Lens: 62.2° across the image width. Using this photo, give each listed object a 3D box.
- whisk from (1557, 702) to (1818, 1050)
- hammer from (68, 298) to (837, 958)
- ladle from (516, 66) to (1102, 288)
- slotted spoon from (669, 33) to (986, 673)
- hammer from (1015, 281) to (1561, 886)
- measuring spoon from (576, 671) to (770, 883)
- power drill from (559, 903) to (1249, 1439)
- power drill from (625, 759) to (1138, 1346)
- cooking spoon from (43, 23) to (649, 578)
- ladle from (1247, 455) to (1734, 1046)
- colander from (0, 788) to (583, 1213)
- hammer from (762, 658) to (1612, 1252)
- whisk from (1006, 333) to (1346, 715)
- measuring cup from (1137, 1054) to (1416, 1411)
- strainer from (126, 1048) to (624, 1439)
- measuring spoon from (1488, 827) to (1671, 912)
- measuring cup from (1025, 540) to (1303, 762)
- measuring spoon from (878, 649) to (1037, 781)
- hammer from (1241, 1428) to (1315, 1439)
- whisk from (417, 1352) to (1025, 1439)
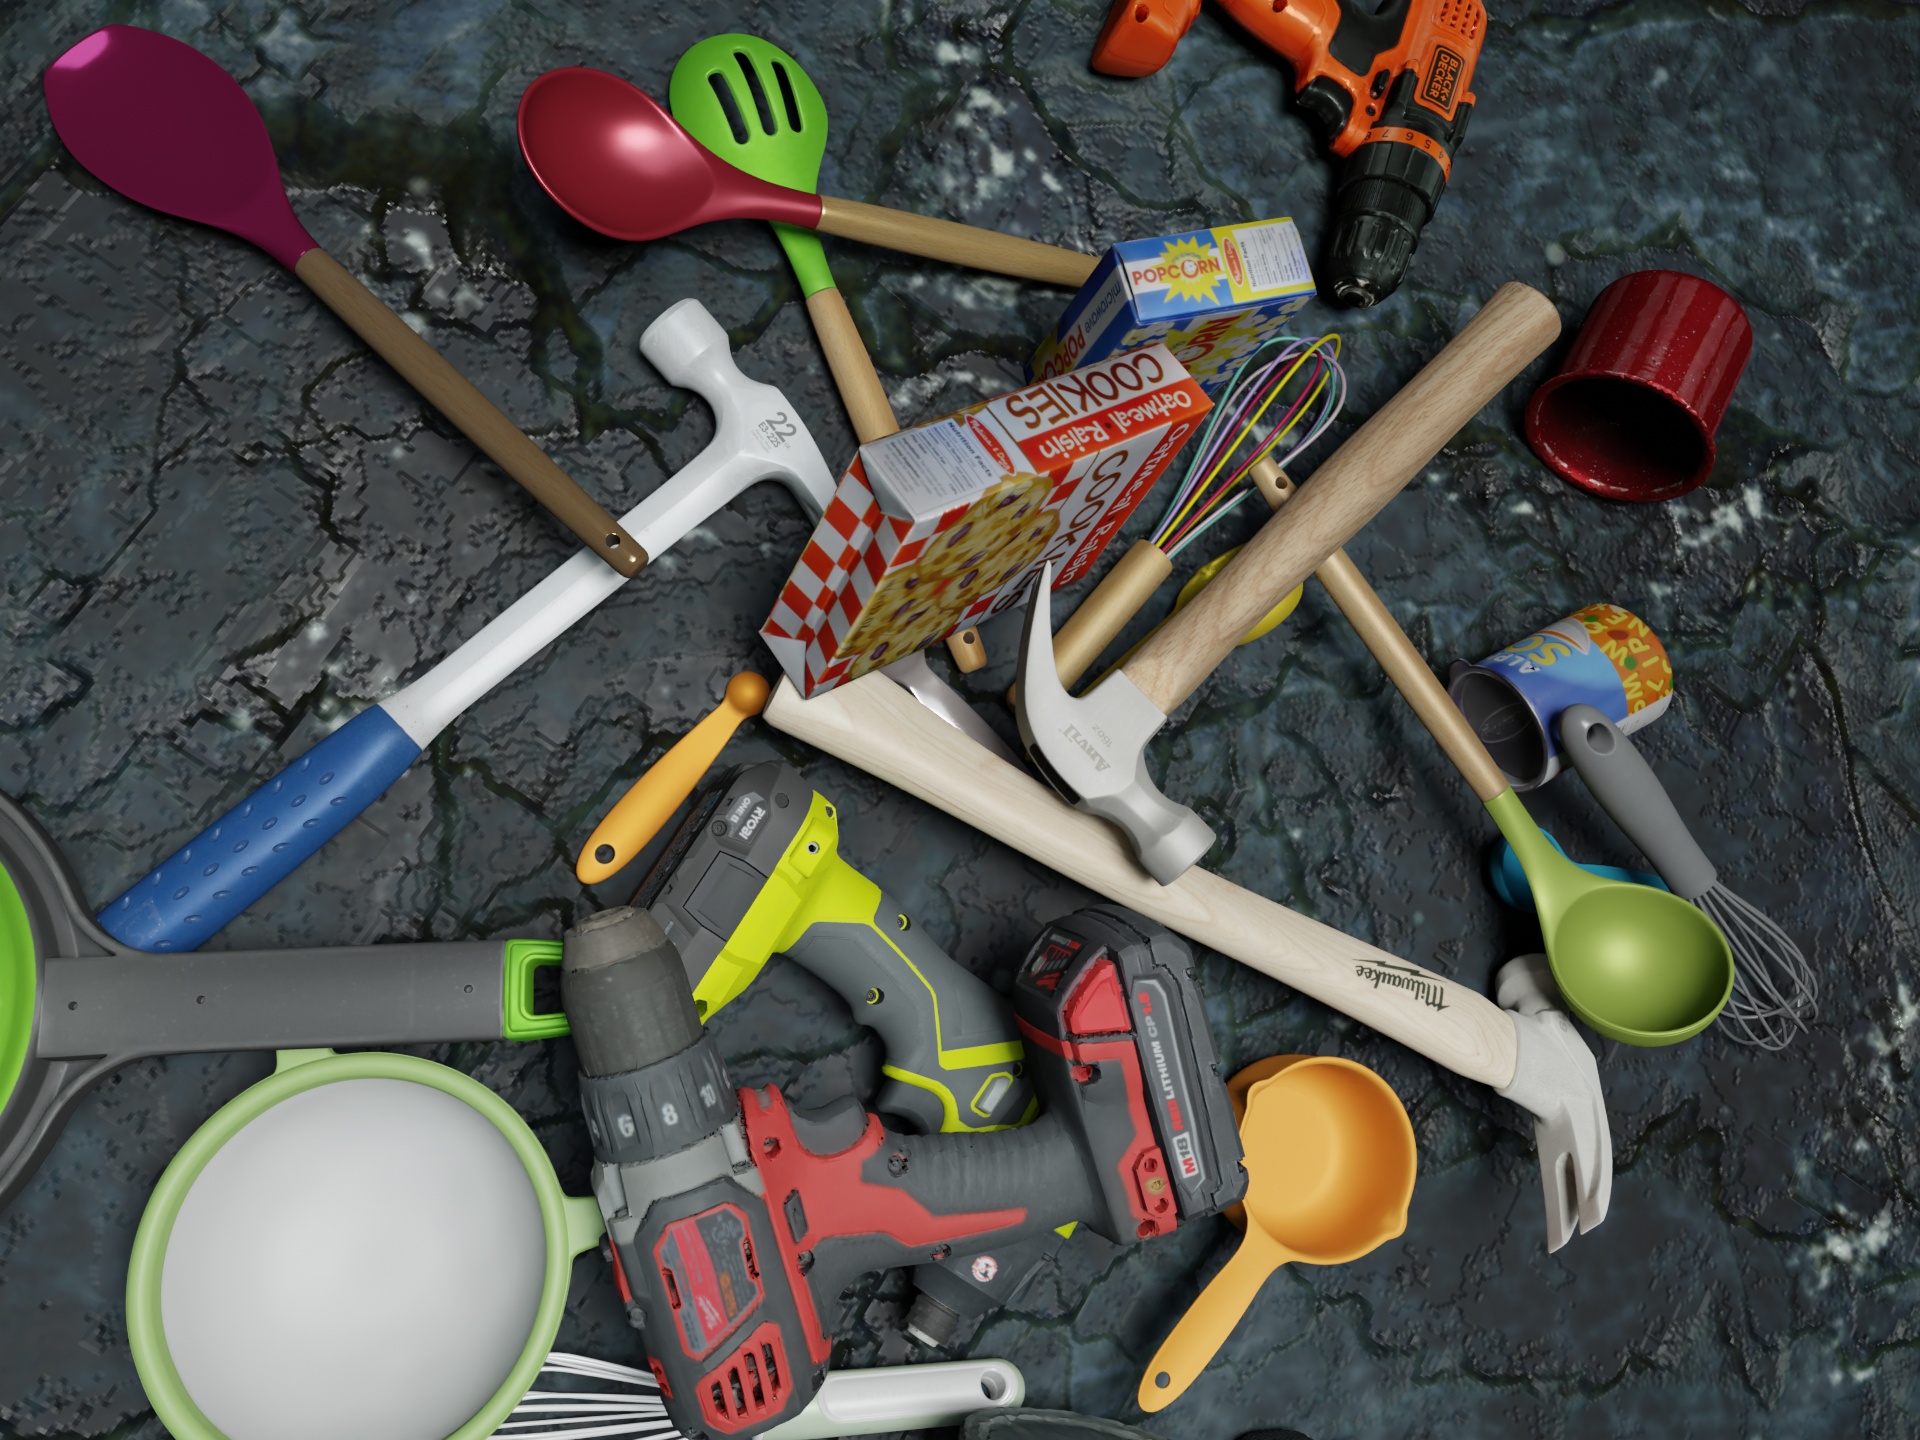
[{"bbox_3d":[0.346,0.077,0.759,0.238,0.055,0.055,48,72,-22],"label":"whisk"},{"bbox_3d":[-0.213,0.000,0.639,0.405,0.035,0.144,-42,95,-17],"label":"hammer"},{"bbox_3d":[-0.039,-0.220,0.701,0.315,0.031,0.069,4,82,-27],"label":"ladle"},{"bbox_3d":[-0.051,-0.169,0.717,0.070,0.031,0.314,-22,90,-21],"label":"slotted spoon"},{"bbox_3d":[0.151,-0.086,0.696,0.130,0.031,0.331,45,73,3],"label":"hammer"},{"bbox_3d":[-0.121,0.024,0.675,0.021,0.011,0.117,42,73,-7],"label":"measuring spoon"},{"bbox_3d":[-0.025,0.134,0.579,0.226,0.080,0.188,-17,95,-16],"label":"power drill"},{"bbox_3d":[-0.038,0.134,0.652,0.223,0.080,0.171,36,74,-12],"label":"power drill"},{"bbox_3d":[-0.245,-0.168,0.642,0.319,0.017,0.069,43,74,3],"label":"cooking spoon"},{"bbox_3d":[0.232,0.010,0.717,0.078,0.062,0.320,-36,91,-17],"label":"ladle"},{"bbox_3d":[-0.322,0.092,0.524,0.397,0.094,0.205,-2,74,-7],"label":"colander"},{"bbox_3d":[0.102,0.085,0.683,0.410,0.038,0.146,27,39,-9],"label":"hammer"},{"bbox_3d":[0.103,-0.095,0.743,0.051,0.047,0.245,43,76,-8],"label":"whisk"},{"bbox_3d":[0.125,0.223,0.699,0.095,0.052,0.173,43,75,-7],"label":"measuring cup"},{"bbox_3d":[-0.243,0.245,0.572,0.151,0.069,0.256,30,73,3],"label":"strainer"},{"bbox_3d":[0.312,0.082,0.795,0.128,0.021,0.042,13,78,-23],"label":"measuring spoon"},{"bbox_3d":[0.095,-0.025,0.732,0.156,0.062,0.029,-41,109,-6],"label":"measuring cup"},{"bbox_3d":[-0.001,-0.002,0.710,0.034,0.018,0.124,-44,96,-17],"label":"measuring spoon"},{"bbox_3d":[-0.039,0.382,0.637,0.408,0.036,0.149,2,83,-16],"label":"hammer"},{"bbox_3d":[-0.089,0.274,0.633,0.246,0.059,0.058,4,54,-20],"label":"whisk"}]
